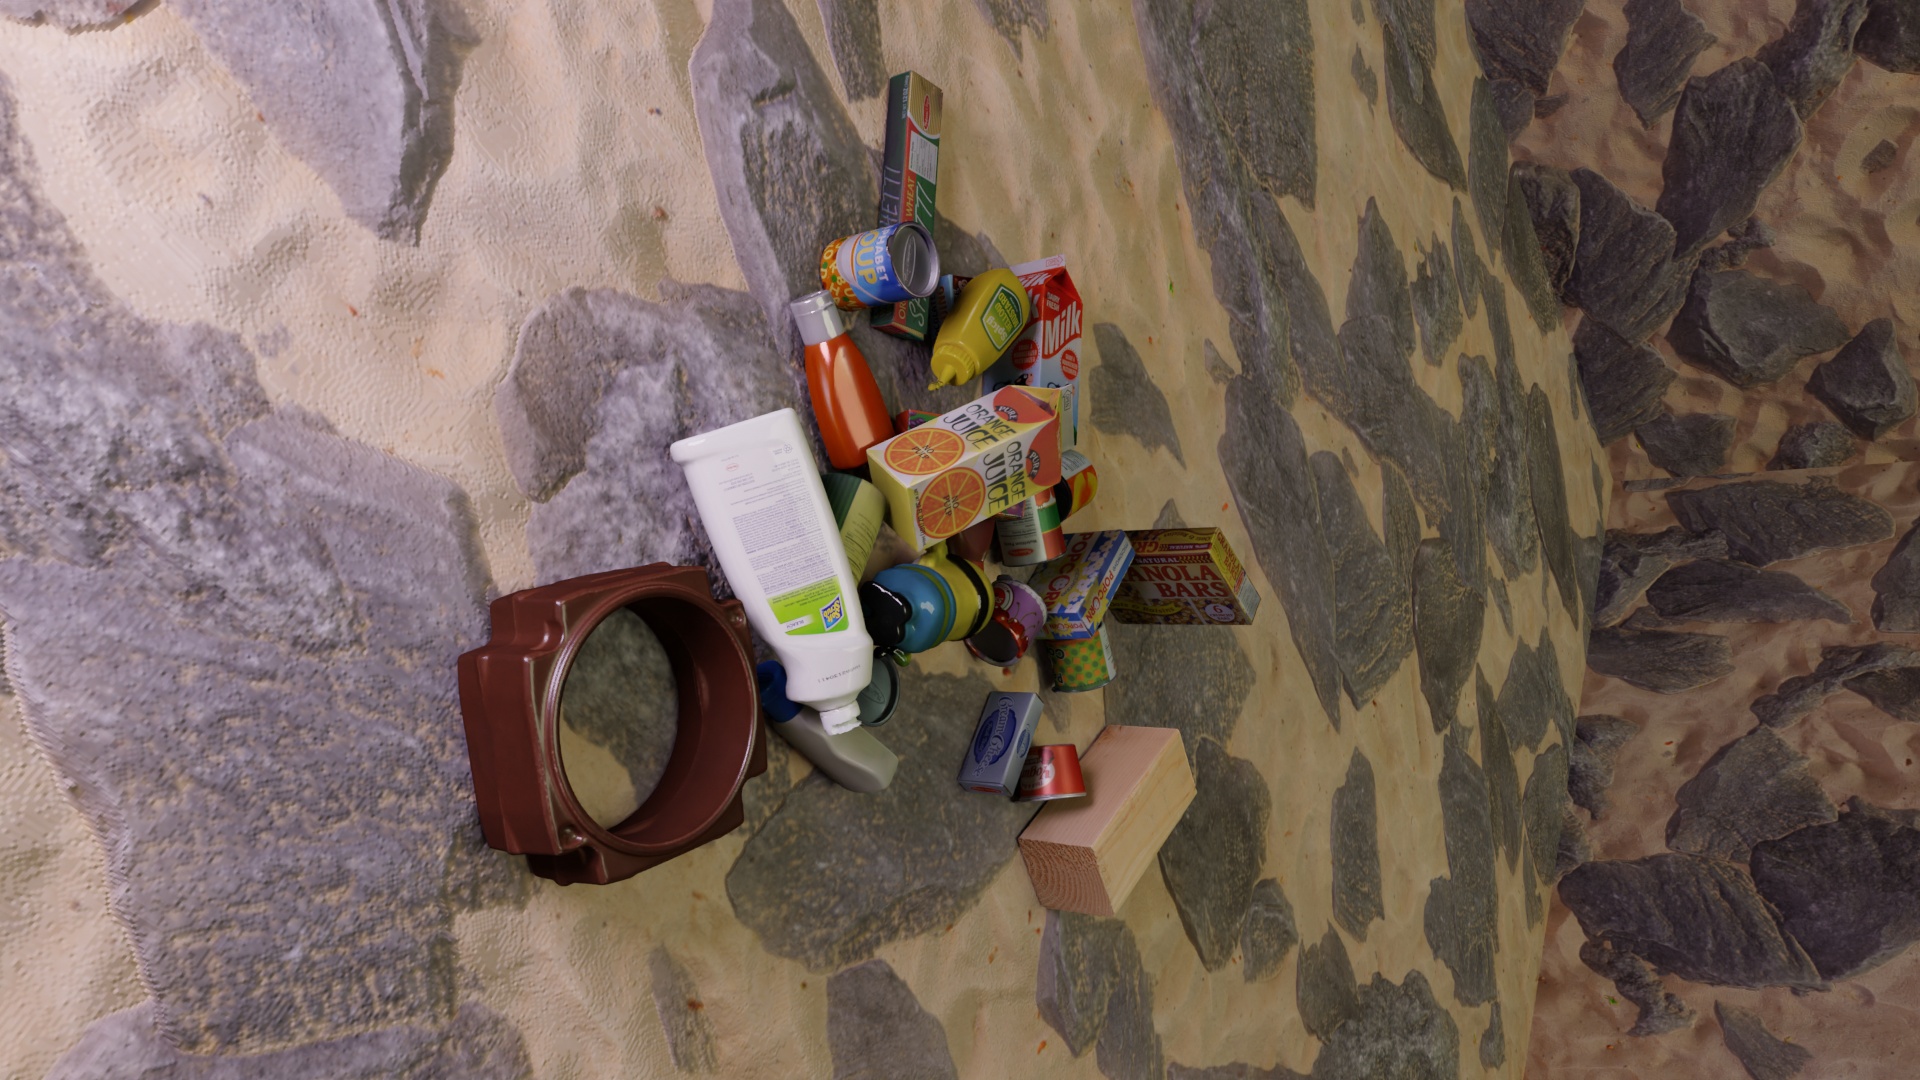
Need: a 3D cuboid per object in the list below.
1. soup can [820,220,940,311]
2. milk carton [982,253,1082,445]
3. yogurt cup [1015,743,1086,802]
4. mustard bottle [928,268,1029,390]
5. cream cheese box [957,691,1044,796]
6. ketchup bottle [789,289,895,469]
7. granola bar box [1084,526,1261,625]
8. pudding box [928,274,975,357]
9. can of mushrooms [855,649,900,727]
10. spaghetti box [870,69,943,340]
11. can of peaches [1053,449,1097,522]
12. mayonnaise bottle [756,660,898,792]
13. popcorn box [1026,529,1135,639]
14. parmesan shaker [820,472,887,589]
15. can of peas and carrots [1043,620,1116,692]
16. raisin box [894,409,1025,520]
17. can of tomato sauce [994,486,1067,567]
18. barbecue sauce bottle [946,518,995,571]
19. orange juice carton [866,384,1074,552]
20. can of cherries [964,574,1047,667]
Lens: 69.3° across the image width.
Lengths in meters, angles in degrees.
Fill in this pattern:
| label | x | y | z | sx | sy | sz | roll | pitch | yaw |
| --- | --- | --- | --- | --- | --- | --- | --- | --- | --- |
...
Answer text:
| label | x | y | z | sx | sy | sz | roll | pitch | yaw |
| --- | --- | --- | --- | --- | --- | --- | --- | --- | --- |
| soup can | -0.072 | -0.238 | 1.208 | 0.071 | 0.083 | 0.071 | 7 | 81 | -52 |
| milk carton | 0.074 | -0.192 | 1.404 | 0.073 | 0.072 | 0.190 | 14 | 76 | -51 |
| yogurt cup | 0.091 | 0.234 | 1.397 | 0.072 | 0.072 | 0.054 | 10 | 71 | -52 |
| mustard bottle | 0.012 | -0.187 | 1.290 | 0.065 | 0.048 | 0.161 | 56 | 46 | -30 |
| cream cheese box | 0.040 | 0.194 | 1.340 | 0.024 | 0.053 | 0.104 | 52 | 49 | -40 |
| ketchup bottle | -0.104 | -0.139 | 1.190 | 0.065 | 0.043 | 0.148 | -35 | 114 | -41 |
| granola bar box | 0.224 | 0.041 | 1.504 | 0.124 | 0.165 | 0.039 | 53 | 49 | -36 |
| pudding box | -0.005 | -0.212 | 1.338 | 0.050 | 0.030 | 0.083 | -5 | 91 | -52 |
| can of mushrooms | -0.084 | 0.125 | 1.200 | 0.071 | 0.033 | 0.071 | 6 | 82 | -52 |
| spaghetti box | -0.049 | -0.310 | 1.289 | 0.050 | 0.028 | 0.250 | 16 | 74 | -51 |
| can of peaches | 0.100 | -0.054 | 1.433 | 0.058 | 0.071 | 0.071 | -33 | 113 | -50 |
| mayonnaise bottle | -0.116 | 0.153 | 1.135 | 0.147 | 0.064 | 0.041 | 48 | 52 | -34 |
| popcorn box | 0.117 | 0.045 | 1.428 | 0.038 | 0.085 | 0.127 | 59 | 45 | -30 |
| parmesan shaker | -0.106 | 0.005 | 1.157 | 0.071 | 0.071 | 0.103 | 46 | 52 | -41 |
| can of peas and carrots | 0.122 | 0.120 | 1.448 | 0.071 | 0.071 | 0.058 | -30 | 110 | -50 |
| raisin box | 0.000 | -0.068 | 1.275 | 0.123 | 0.040 | 0.086 | 8 | 83 | -23 |
| can of tomato sauce | 0.066 | -0.023 | 1.385 | 0.071 | 0.071 | 0.083 | -26 | 107 | -51 |
| barbecue sauce bottle | 0.005 | -0.017 | 1.321 | 0.065 | 0.043 | 0.148 | 4 | 84 | -40 |
| orange juice carton | 0.021 | -0.072 | 1.209 | 0.193 | 0.073 | 0.071 | -26 | 132 | -22 |
| can of cherries | 0.041 | 0.078 | 1.343 | 0.059 | 0.071 | 0.071 | -51 | 126 | -41 |
